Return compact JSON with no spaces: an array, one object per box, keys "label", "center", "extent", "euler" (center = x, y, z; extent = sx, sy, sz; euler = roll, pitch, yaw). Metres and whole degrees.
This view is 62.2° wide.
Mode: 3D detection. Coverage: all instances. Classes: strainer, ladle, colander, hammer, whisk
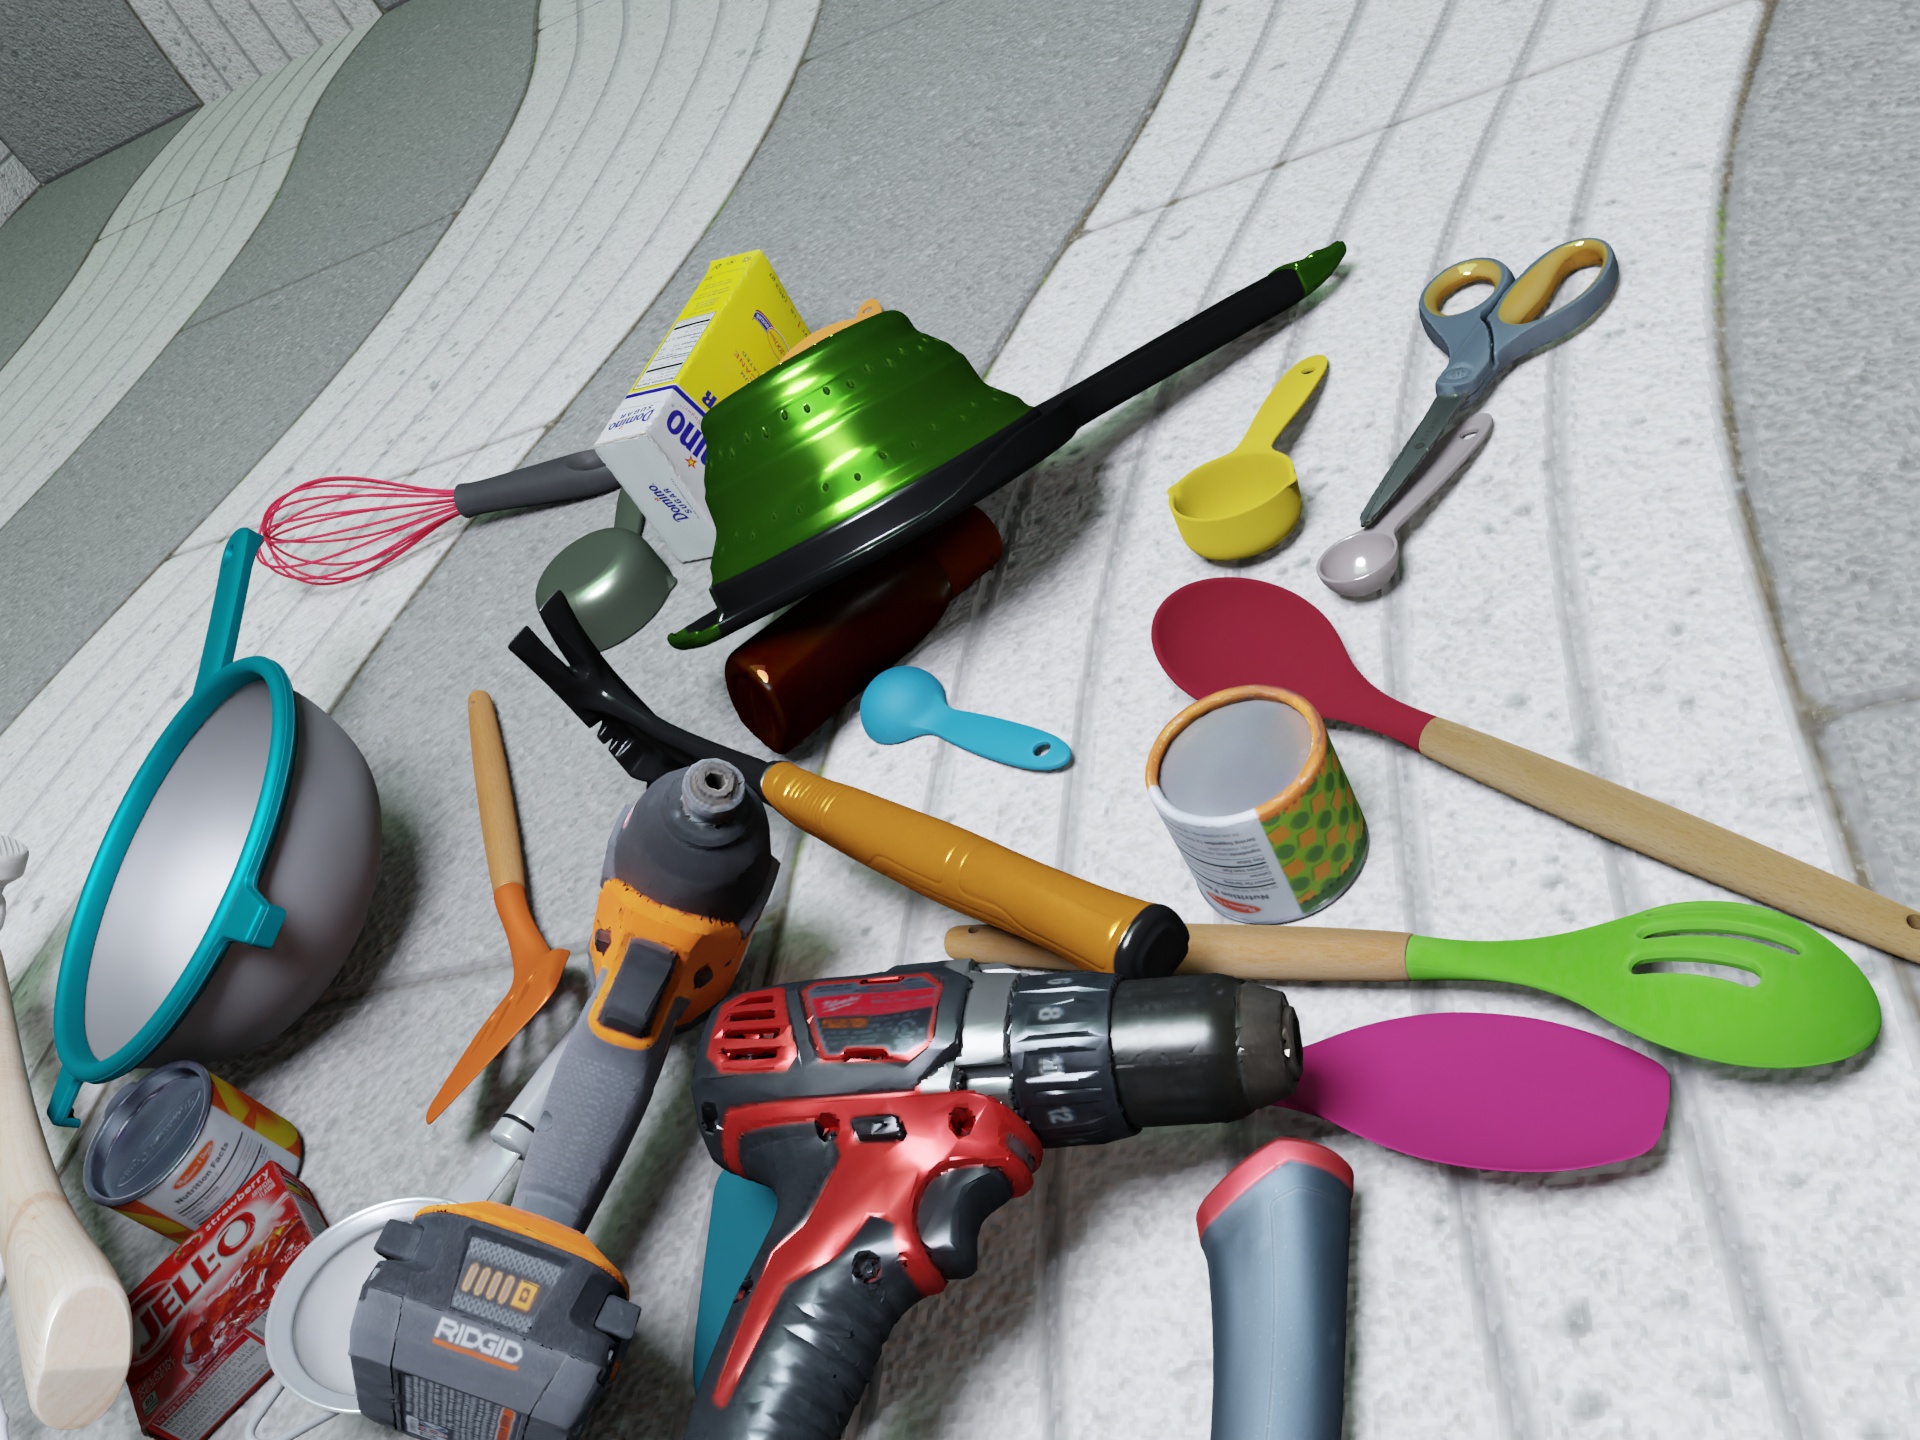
[{"label":"strainer","center":[-0.179,0.173,0.628],"extent":[0.087,0.050,0.258],"euler":[18,52,21]},{"label":"ladle","center":[0.187,0.013,0.558],"extent":[0.069,0.031,0.316],"euler":[-38,40,-20]},{"label":"strainer","center":[-0.357,0.034,0.820],"extent":[0.211,0.095,0.341],"euler":[-38,43,26]},{"label":"colander","center":[0.013,-0.171,0.771],"extent":[0.397,0.094,0.204],"euler":[-32,11,-13]},{"label":"hammer","center":[0.074,0.275,0.350],"extent":[0.143,0.038,0.387],"euler":[-7,45,27]},{"label":"hammer","center":[-0.052,0.032,0.624],"extent":[0.337,0.127,0.034],"euler":[19,63,43]},{"label":"hammer","center":[-0.434,0.187,0.719],"extent":[0.411,0.038,0.146],"euler":[27,100,49]},{"label":"whisk","center":[-0.349,-0.143,1.065],"extent":[0.296,0.073,0.073],"euler":[-9,44,17]}]

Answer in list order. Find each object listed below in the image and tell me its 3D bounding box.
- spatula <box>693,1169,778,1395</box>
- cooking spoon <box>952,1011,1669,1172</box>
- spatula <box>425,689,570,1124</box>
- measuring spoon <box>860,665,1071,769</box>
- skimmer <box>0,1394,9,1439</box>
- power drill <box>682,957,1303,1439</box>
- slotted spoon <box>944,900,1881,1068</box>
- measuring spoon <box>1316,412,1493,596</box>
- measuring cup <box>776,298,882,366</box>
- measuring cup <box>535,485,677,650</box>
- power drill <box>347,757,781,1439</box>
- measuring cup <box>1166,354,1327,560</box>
[{"label":"spatula","center":[-0.120,0.287,0.464],"extent":[0.082,0.044,0.318],"euler":[14,58,36]},{"label":"cooking spoon","center":[0.066,0.118,0.535],"extent":[0.319,0.017,0.069],"euler":[-3,28,33]},{"label":"spatula","center":[-0.228,0.065,0.772],"extent":[0.081,0.041,0.323],"euler":[-46,36,10]},{"label":"measuring spoon","center":[-0.001,-0.002,0.703],"extent":[0.129,0.021,0.042],"euler":[17,60,46]},{"label":"skimmer","center":[-0.335,0.290,0.570],"extent":[0.363,0.090,0.127],"euler":[-3,75,29]},{"label":"power drill","center":[-0.001,0.161,0.433],"extent":[0.188,0.080,0.227],"euler":[-8,42,18]},{"label":"slotted spoon","center":[0.124,0.079,0.528],"extent":[0.314,0.031,0.070],"euler":[-3,26,35]},{"label":"measuring spoon","center":[0.194,-0.091,0.675],"extent":[0.034,0.018,0.124],"euler":[11,49,49]},{"label":"measuring cup","center":[-0.069,-0.224,0.958],"extent":[0.095,0.052,0.174],"euler":[-18,43,18]},{"label":"measuring cup","center":[-0.210,-0.109,0.944],"extent":[0.083,0.038,0.168],"euler":[-20,42,15]},{"label":"power drill","center":[-0.125,0.125,0.551],"extent":[0.084,0.164,0.227],"euler":[21,53,-4]},{"label":"measuring cup","center":[0.145,-0.124,0.739],"extent":[0.062,0.029,0.157],"euler":[0,37,34]}]
